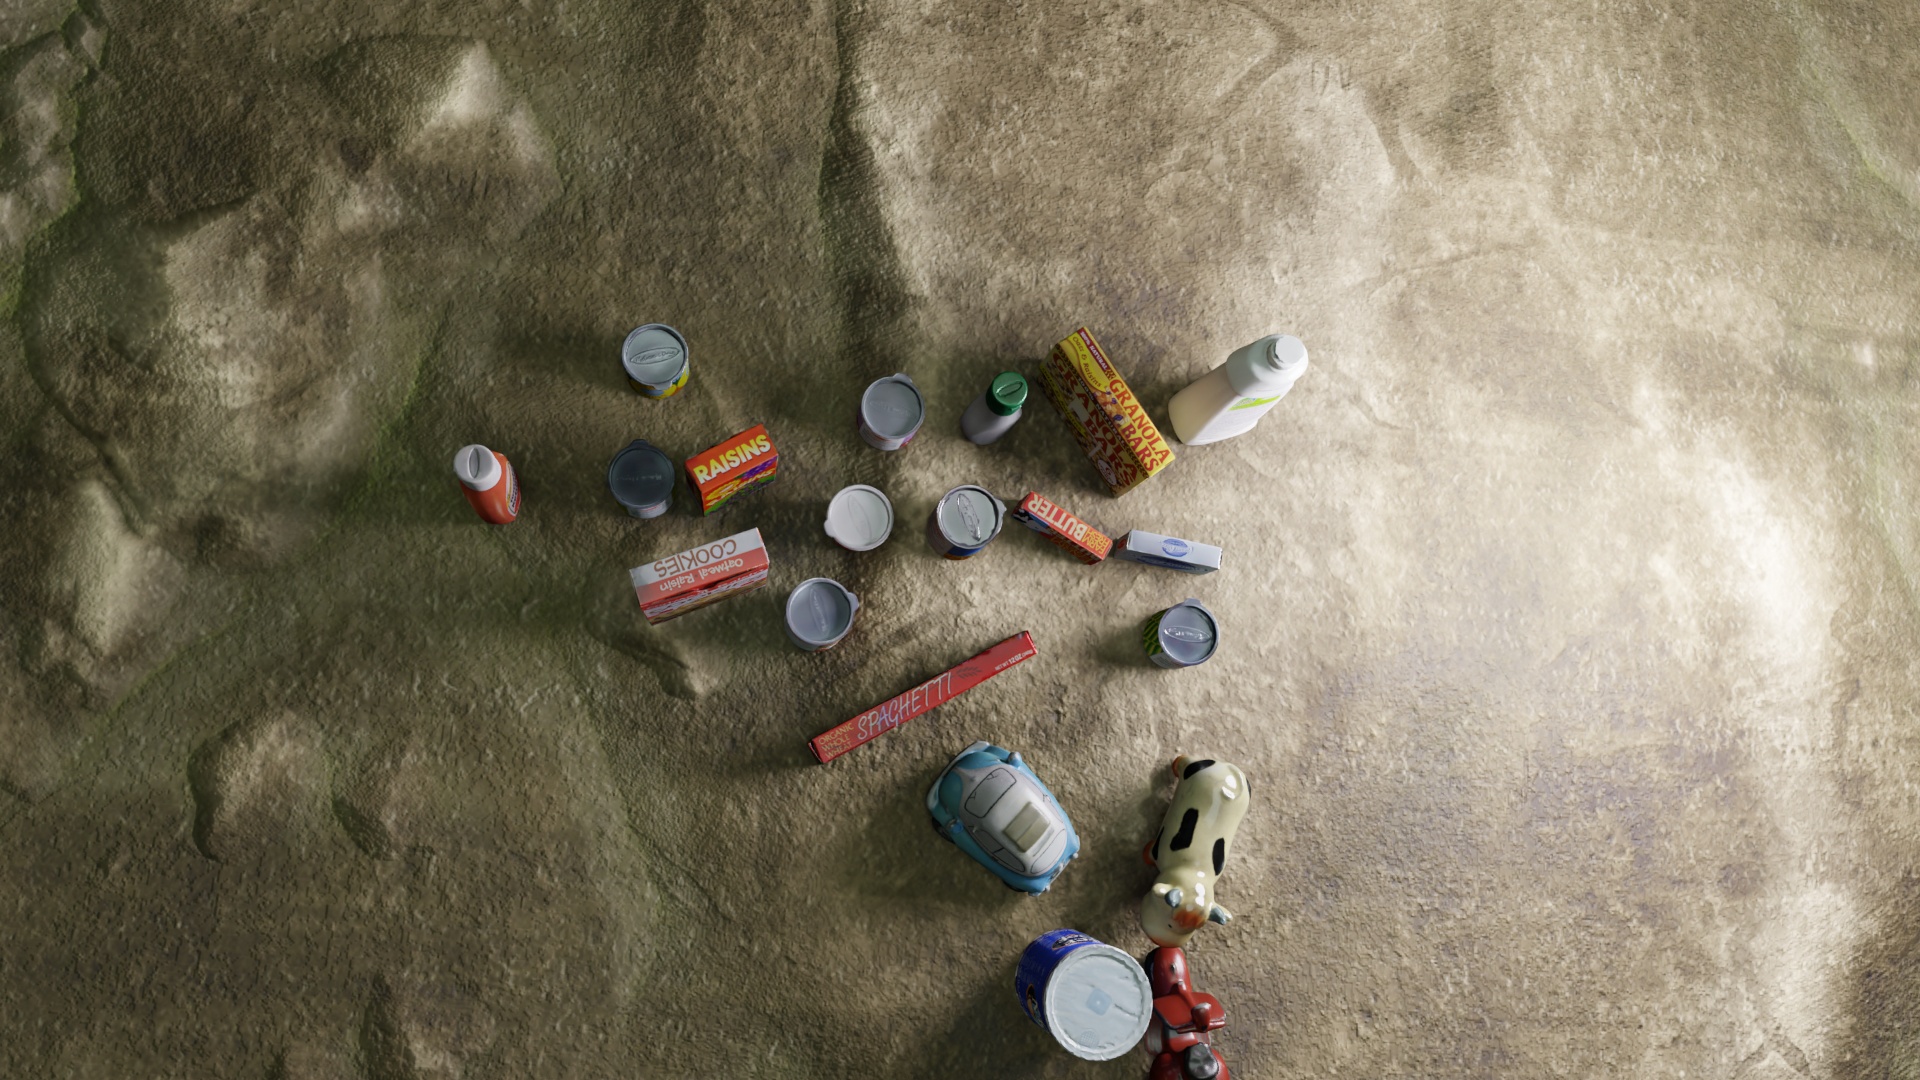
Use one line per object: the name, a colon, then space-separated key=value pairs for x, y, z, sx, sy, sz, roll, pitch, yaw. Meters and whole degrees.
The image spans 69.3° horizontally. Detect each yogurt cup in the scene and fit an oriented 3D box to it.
yogurt cup: x=-0.105 y=-0.020 z=1.427 sx=0.072 sy=0.054 sz=0.072 roll=2 pitch=80 yaw=-9

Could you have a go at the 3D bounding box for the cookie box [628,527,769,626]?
cookie box: x=-0.249 y=0.038 z=1.335 sx=0.123 sy=0.167 sz=0.040 roll=-20 pitch=84 yaw=-12

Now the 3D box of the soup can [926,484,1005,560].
soup can: x=0.005 y=-0.018 z=1.430 sx=0.071 sy=0.083 sz=0.071 roll=2 pitch=80 yaw=-9

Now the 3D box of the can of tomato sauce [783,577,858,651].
can of tomato sauce: x=-0.141 y=0.074 z=1.390 sx=0.071 sy=0.083 sz=0.071 roll=2 pitch=80 yaw=-9

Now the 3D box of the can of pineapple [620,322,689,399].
can of pineapple: x=-0.311 y=-0.181 z=1.419 sx=0.071 sy=0.057 sz=0.071 roll=2 pitch=80 yaw=-9

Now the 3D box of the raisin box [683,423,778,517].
raisin box: x=-0.228 y=-0.069 z=1.380 sx=0.086 sy=0.123 sz=0.040 roll=-28 pitch=86 yaw=-13

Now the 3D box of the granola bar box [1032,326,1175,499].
granola bar box: x=0.148 y=-0.131 z=1.453 sx=0.039 sy=0.124 sz=0.165 roll=-33 pitch=87 yaw=-13

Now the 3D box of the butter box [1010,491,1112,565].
butter box: x=0.107 y=-0.012 z=1.462 sx=0.103 sy=0.053 sz=0.024 roll=32 pitch=77 yaw=-3

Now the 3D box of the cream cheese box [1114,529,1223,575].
cream cheese box: x=0.220 y=0.013 z=1.476 sx=0.104 sy=0.053 sz=0.024 roll=11 pitch=79 yaw=-7

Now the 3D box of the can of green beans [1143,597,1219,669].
can of green beans: x=0.231 y=0.101 z=1.460 sx=0.071 sy=0.057 sz=0.071 roll=2 pitch=80 yaw=-9

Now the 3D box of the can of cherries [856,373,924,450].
can of cherries: x=-0.072 y=-0.134 z=1.451 sx=0.071 sy=0.058 sz=0.071 roll=2 pitch=80 yaw=-9

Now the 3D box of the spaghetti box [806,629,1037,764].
spaghetti box: x=-0.039 y=0.159 z=1.409 sx=0.251 sy=0.050 sz=0.028 roll=-26 pitch=86 yaw=-13

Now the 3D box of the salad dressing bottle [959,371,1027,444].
salad dressing bottle: x=0.037 y=-0.136 z=1.423 sx=0.064 sy=0.147 sz=0.044 roll=-24 pitch=85 yaw=-12

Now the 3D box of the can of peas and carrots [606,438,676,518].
can of peas and carrots: x=-0.320 y=-0.061 z=1.397 sx=0.071 sy=0.058 sz=0.071 roll=2 pitch=80 yaw=-9

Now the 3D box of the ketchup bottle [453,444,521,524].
ketchup bottle: x=-0.453 y=-0.058 z=1.328 sx=0.043 sy=0.148 sz=0.065 roll=-2 pitch=81 yaw=-10
